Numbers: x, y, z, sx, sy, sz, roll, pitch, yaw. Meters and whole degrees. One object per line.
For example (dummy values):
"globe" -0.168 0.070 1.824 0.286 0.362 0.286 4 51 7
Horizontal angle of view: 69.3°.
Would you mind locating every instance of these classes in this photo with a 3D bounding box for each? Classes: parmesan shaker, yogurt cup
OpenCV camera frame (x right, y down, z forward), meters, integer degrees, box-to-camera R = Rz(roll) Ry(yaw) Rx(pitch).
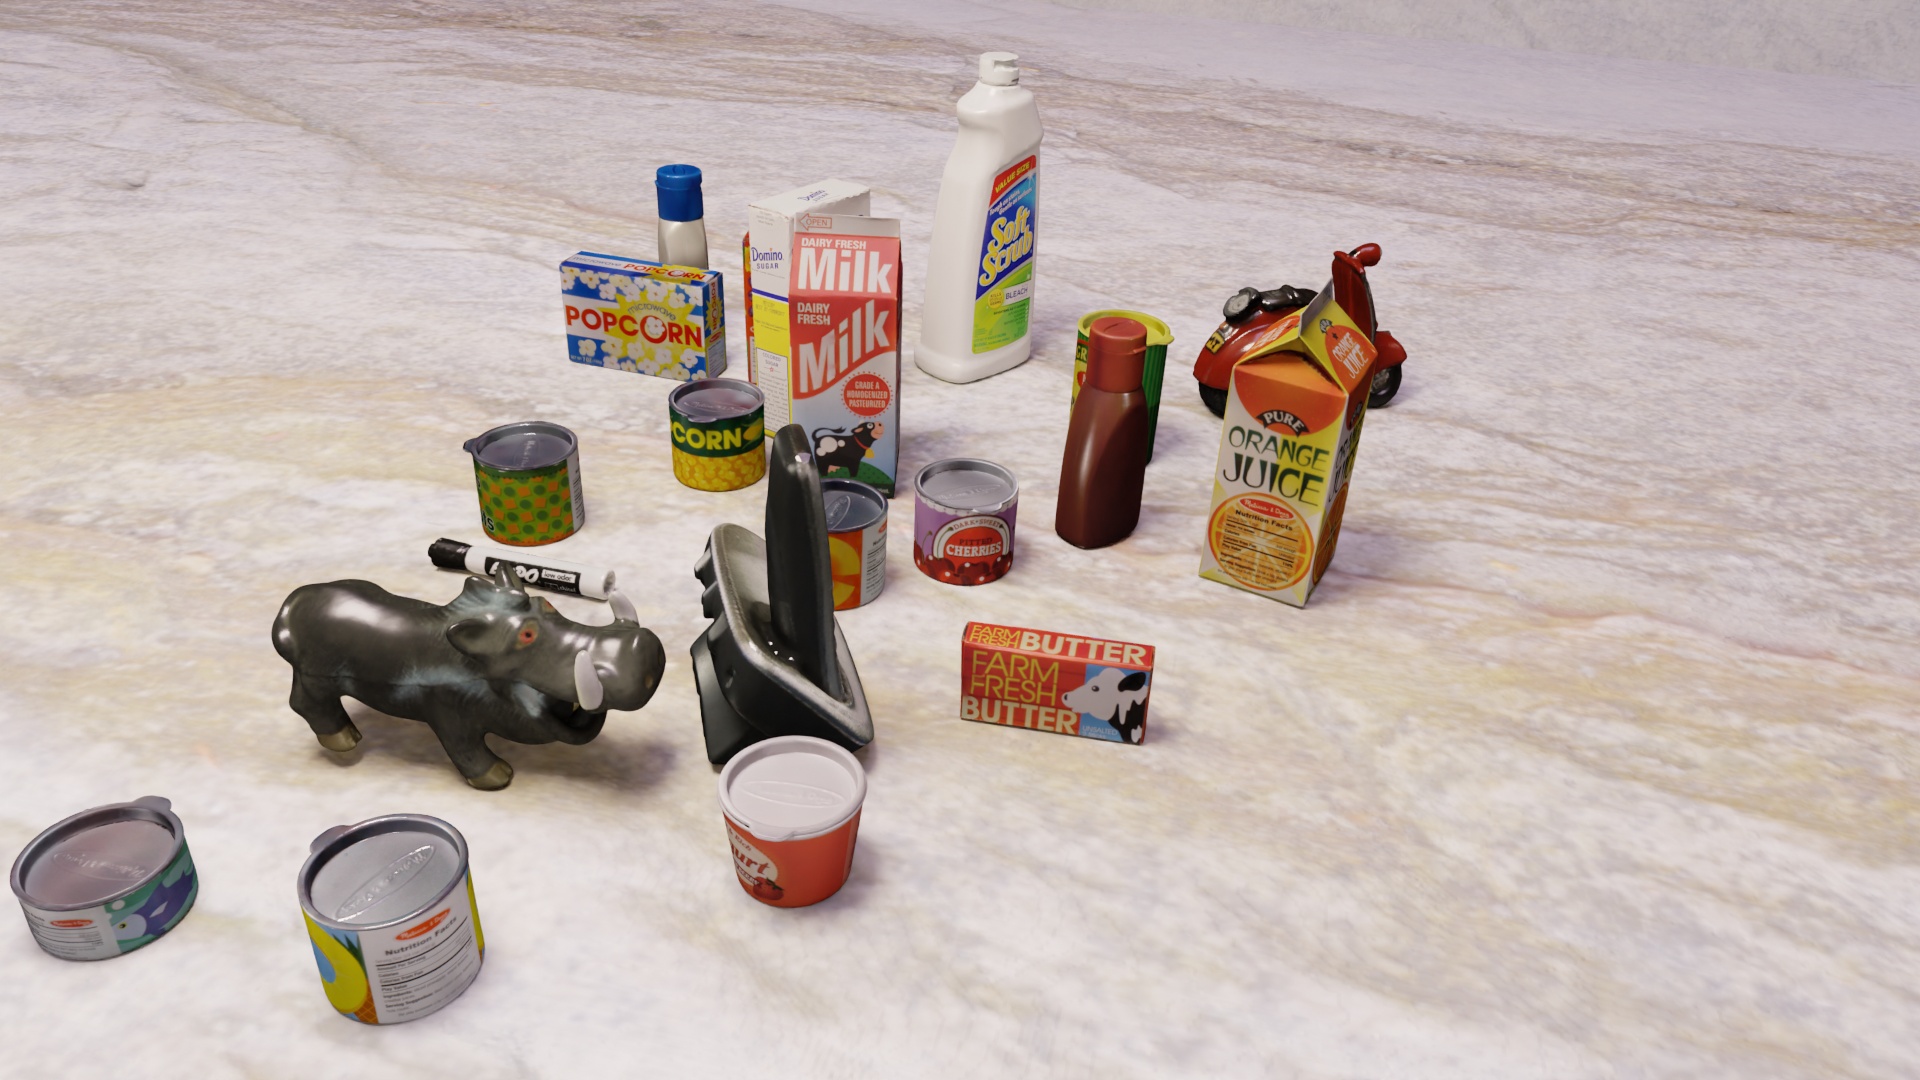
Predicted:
"parmesan shaker" 0.116 -0.108 1.013 0.071 0.102 0.071 2 31 -1
"yogurt cup" -0.078 0.132 0.645 0.072 0.053 0.073 2 31 -1

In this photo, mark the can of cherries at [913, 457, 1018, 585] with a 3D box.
"can of cherries" 0.003 -0.011 0.885 0.071 0.058 0.072 2 31 -1

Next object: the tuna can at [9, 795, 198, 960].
"tuna can" -0.373 0.147 0.611 0.071 0.032 0.071 2 31 -1

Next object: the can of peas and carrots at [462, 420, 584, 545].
"can of peas and carrots" -0.282 -0.037 0.900 0.071 0.058 0.071 2 31 -1

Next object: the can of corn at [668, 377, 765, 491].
"can of corn" -0.170 -0.073 0.972 0.071 0.058 0.071 2 31 -1

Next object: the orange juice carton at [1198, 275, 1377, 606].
"orange juice carton" 0.205 -0.063 0.861 0.073 0.191 0.072 18 34 23

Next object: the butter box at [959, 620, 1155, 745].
"butter box" 0.051 0.077 0.750 0.103 0.052 0.024 8 31 7

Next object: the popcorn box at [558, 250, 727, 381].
"popcorn box" -0.254 -0.179 1.114 0.127 0.084 0.038 11 32 12

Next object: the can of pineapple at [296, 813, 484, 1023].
"can of pineapple" -0.238 0.157 0.584 0.071 0.057 0.071 2 31 -1

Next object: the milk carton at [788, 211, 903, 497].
"milk carton" -0.077 -0.129 0.946 0.072 0.189 0.074 3 31 -1

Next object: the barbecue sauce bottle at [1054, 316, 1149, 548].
"barbecue sauce bottle" 0.096 -0.070 0.906 0.065 0.147 0.044 -24 40 -38

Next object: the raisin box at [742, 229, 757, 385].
"raisin box" -0.145 -0.197 1.116 0.040 0.122 0.086 6 31 5

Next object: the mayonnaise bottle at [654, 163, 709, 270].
"mayonnaise bottle" -0.227 -0.232 1.143 0.041 0.147 0.065 -7 32 -16

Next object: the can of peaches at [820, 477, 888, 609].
"can of peaches" -0.080 0.001 0.857 0.071 0.057 0.071 2 31 -1
